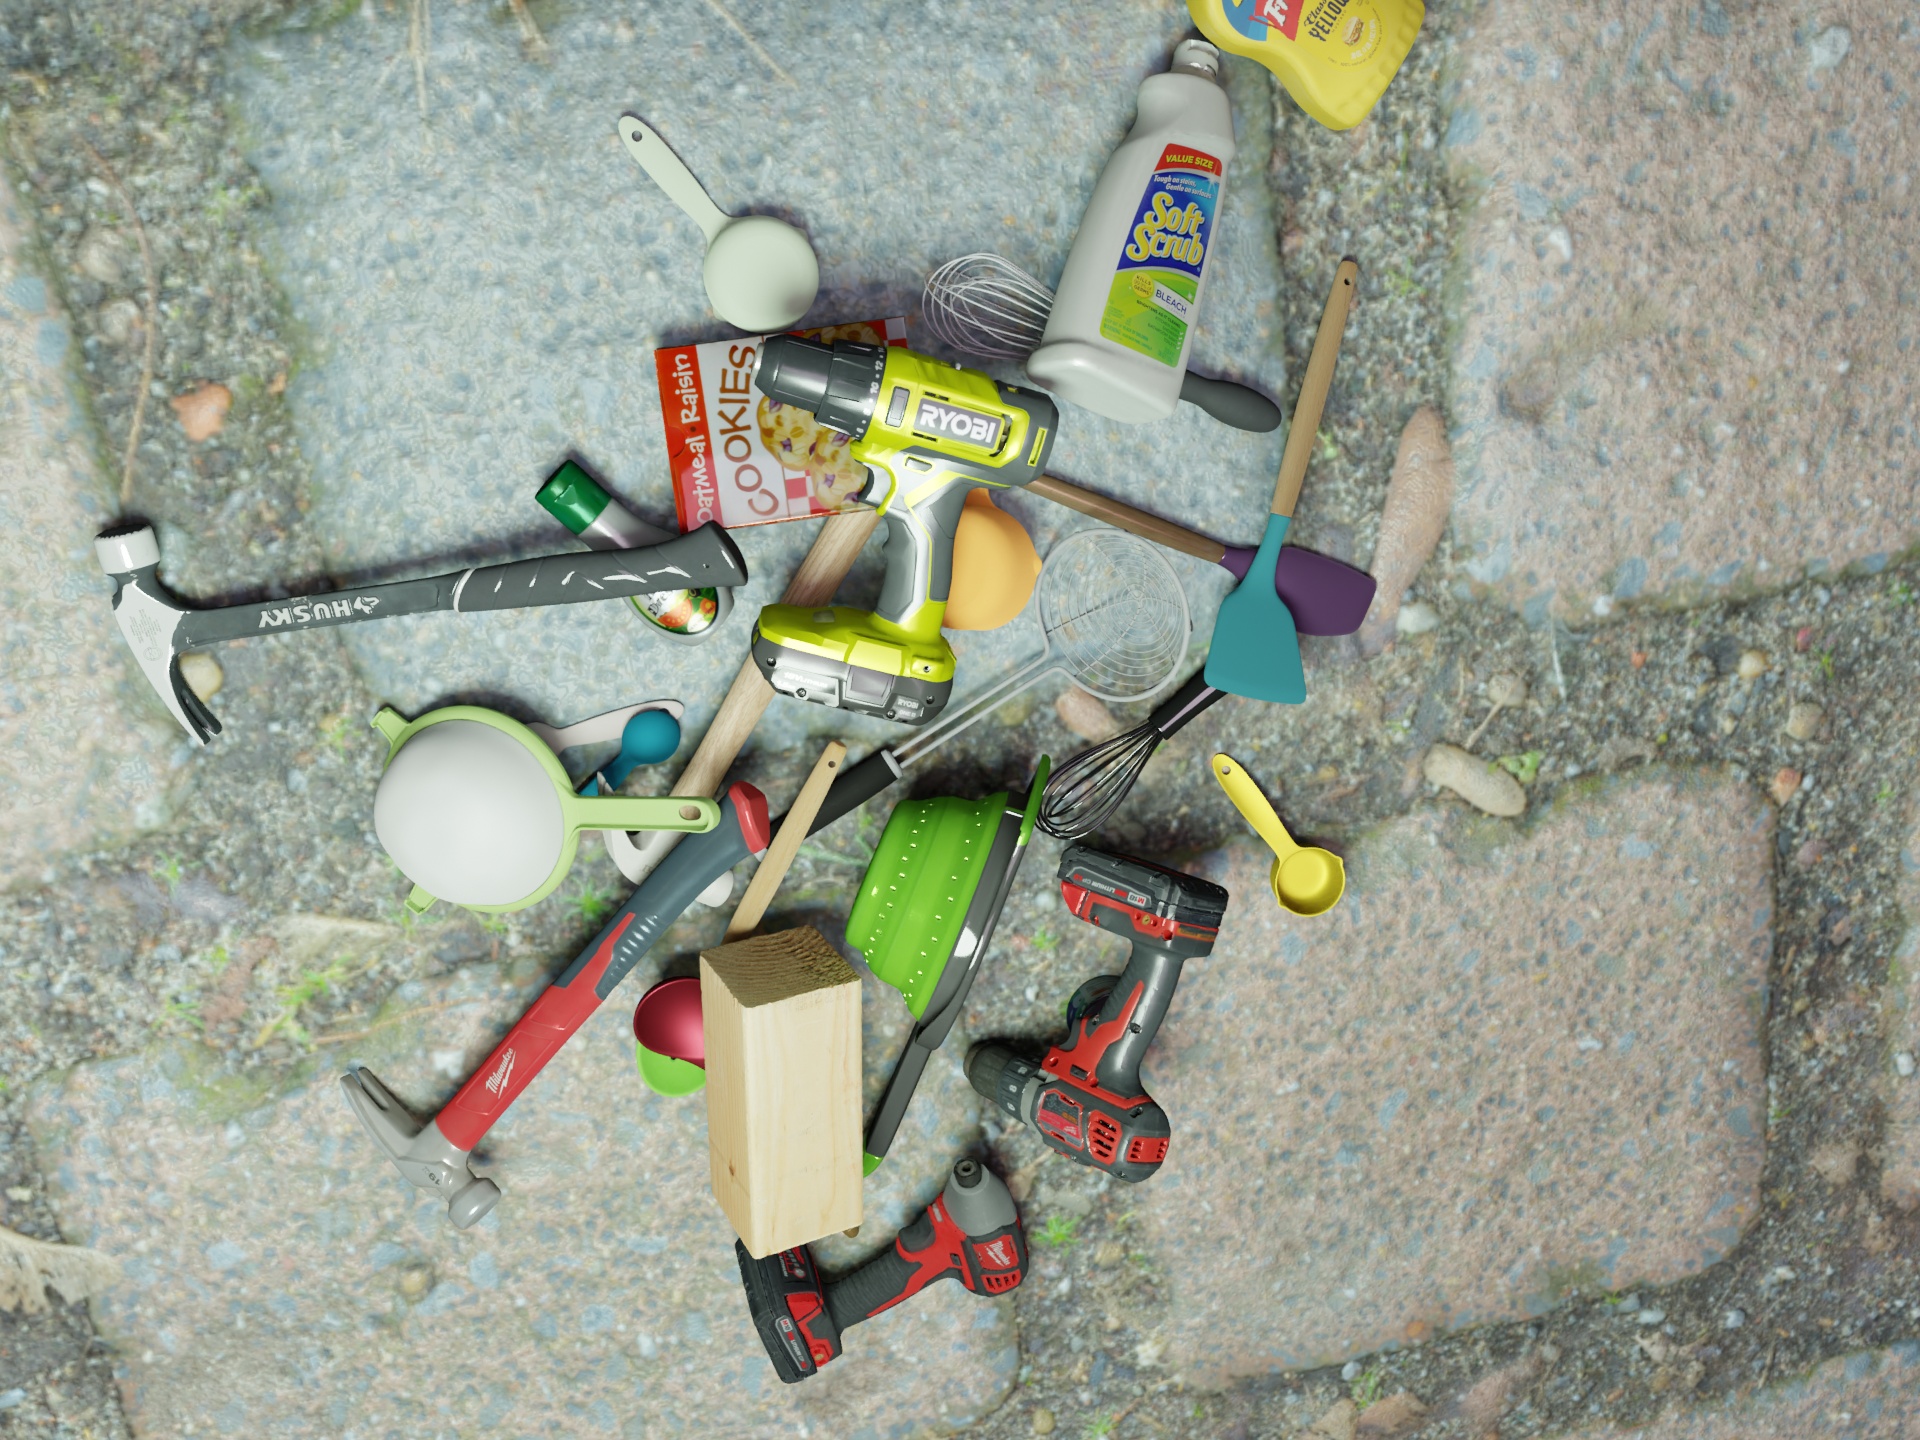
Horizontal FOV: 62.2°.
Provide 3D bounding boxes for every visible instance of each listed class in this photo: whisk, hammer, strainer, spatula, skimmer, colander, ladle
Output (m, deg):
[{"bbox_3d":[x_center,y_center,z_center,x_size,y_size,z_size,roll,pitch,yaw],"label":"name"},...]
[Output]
[{"bbox_3d":[0.151,0.006,1.197,0.239,0.055,0.055,-40,111,-1],"label":"whisk"},{"bbox_3d":[-0.343,-0.077,1.040,0.409,0.036,0.149,-7,111,1],"label":"hammer"},{"bbox_3d":[-0.289,0.070,1.060,0.256,0.069,0.151,0,106,16],"label":"strainer"},{"bbox_3d":[0.168,-0.129,1.171,0.315,0.018,0.059,19,102,-18],"label":"spatula"},{"bbox_3d":[-0.002,-0.004,1.138,0.363,0.090,0.127,-33,86,2],"label":"skimmer"},{"bbox_3d":[0.103,-0.254,1.103,0.284,0.070,0.070,16,103,-21],"label":"whisk"},{"bbox_3d":[-0.047,0.186,1.168,0.094,0.205,0.396,22,121,0],"label":"colander"},{"bbox_3d":[-0.146,-0.026,1.120,0.130,0.031,0.331,26,97,-39],"label":"hammer"},{"bbox_3d":[0.244,-0.172,1.149,0.082,0.044,0.317,11,99,-14],"label":"spatula"},{"bbox_3d":[-0.153,0.300,1.214,0.069,0.031,0.315,-32,121,-4],"label":"ladle"},{"bbox_3d":[-0.278,0.178,1.115,0.143,0.038,0.386,44,102,9],"label":"hammer"}]

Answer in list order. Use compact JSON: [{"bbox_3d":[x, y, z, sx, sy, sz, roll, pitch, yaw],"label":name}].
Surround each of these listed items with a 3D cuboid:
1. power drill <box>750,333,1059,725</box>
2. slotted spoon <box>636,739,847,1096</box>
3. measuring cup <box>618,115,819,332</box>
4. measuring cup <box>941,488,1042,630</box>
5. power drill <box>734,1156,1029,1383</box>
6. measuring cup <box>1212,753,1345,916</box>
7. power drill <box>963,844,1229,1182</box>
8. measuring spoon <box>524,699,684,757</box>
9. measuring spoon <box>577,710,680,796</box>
[{"bbox_3d":[-0.059,-0.126,1.019,0.190,0.080,0.228,13,108,-13],"label":"power drill"},{"bbox_3d":[-0.156,0.147,1.167,0.070,0.031,0.313,22,109,-20],"label":"slotted spoon"},{"bbox_3d":[-0.159,-0.323,1.031,0.083,0.038,0.167,-43,112,4],"label":"measuring cup"},{"bbox_3d":[0.001,-0.147,1.098,0.095,0.052,0.173,0,97,28],"label":"measuring cup"},{"bbox_3d":[-0.057,0.424,1.256,0.219,0.079,0.143,-19,128,-8],"label":"power drill"},{"bbox_3d":[0.245,0.087,1.257,0.062,0.029,0.156,-37,99,2],"label":"measuring cup"},{"bbox_3d":[0.095,0.212,1.201,0.080,0.188,0.227,15,90,-44],"label":"power drill"},{"bbox_3d":[-0.257,0.008,1.127,0.124,0.018,0.034,-15,109,-7],"label":"measuring spoon"},{"bbox_3d":[-0.248,0.046,1.135,0.128,0.021,0.042,-46,129,7],"label":"measuring spoon"}]
